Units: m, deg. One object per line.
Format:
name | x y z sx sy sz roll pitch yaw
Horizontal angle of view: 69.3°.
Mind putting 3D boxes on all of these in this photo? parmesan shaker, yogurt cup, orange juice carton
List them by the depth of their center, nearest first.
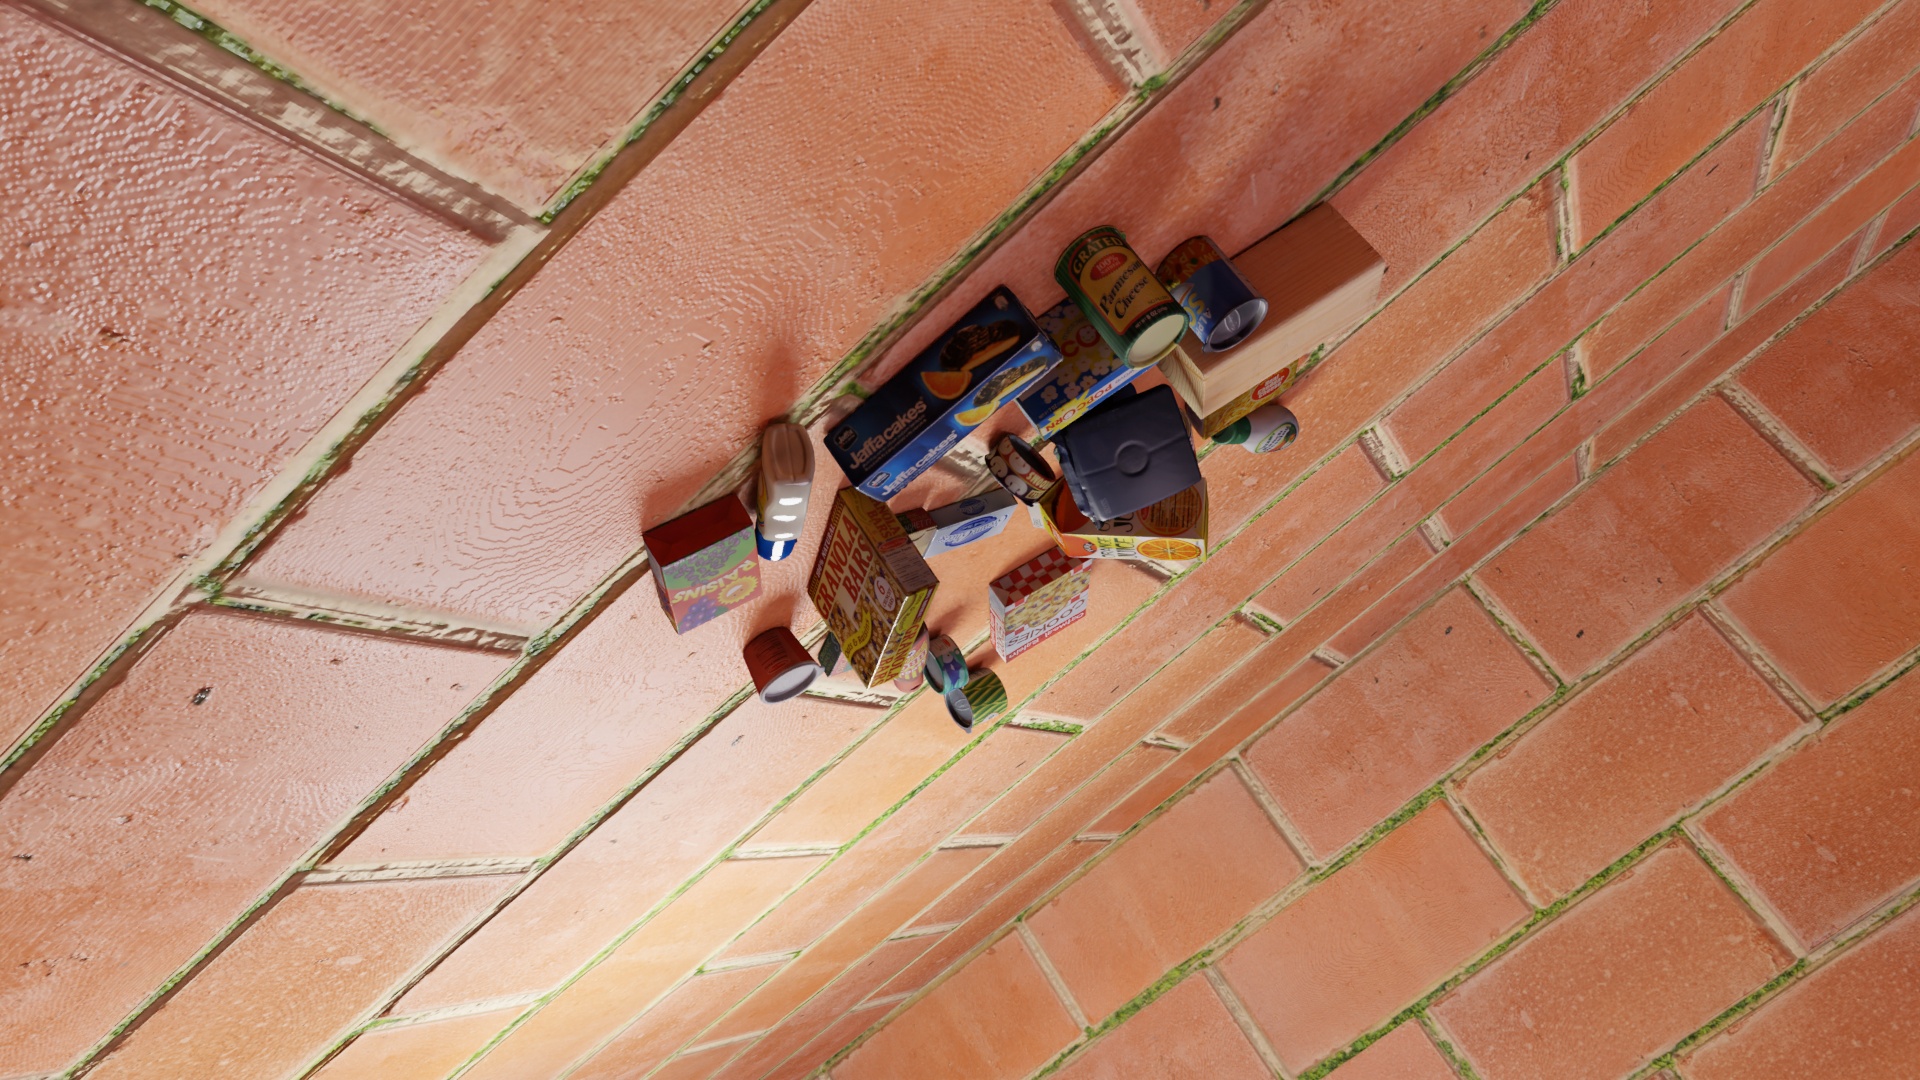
parmesan shaker | 0.135 -0.201 1.143 0.071 0.103 0.071 -29 155 -14
yogurt cup | -0.183 0.125 1.399 0.072 0.054 0.072 -29 156 -14
orange juice carton | 0.169 -0.025 1.496 0.193 0.073 0.071 2 160 13

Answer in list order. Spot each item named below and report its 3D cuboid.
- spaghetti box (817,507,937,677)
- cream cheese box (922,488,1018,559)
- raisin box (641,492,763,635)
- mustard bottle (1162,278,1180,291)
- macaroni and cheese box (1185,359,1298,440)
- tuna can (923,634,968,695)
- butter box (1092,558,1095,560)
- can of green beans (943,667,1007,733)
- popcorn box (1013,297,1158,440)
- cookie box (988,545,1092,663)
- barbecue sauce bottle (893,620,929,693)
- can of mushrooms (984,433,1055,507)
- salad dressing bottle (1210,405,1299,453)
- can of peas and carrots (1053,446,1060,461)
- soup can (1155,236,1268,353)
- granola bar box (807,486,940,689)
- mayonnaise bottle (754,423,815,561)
spaghetti box | -0.089 0.059 1.429 0.050 0.029 0.248 -17 151 -36
cream cheese box | 0.005 -0.018 1.417 0.104 0.024 0.053 -19 153 -32
raisin box | -0.217 0.022 1.178 0.086 0.040 0.122 -28 154 -18
mustard bottle | 0.139 -0.181 1.255 0.159 0.049 0.065 -45 157 20
macaroni and cheese box | 0.299 -0.187 1.468 0.124 0.040 0.166 -32 157 -7
tuna can | -0.020 0.149 1.642 0.033 0.071 0.070 -22 154 -23
butter box | 0.174 -0.017 1.643 0.053 0.024 0.103 -24 154 -23
can of green beans | 0.020 0.205 1.805 0.058 0.071 0.071 -22 153 -29
popcorn box | 0.097 -0.157 1.197 0.127 0.085 0.038 -35 157 -2
cookie box | 0.096 0.074 1.692 0.123 0.040 0.166 -29 155 -13
barbecue sauce bottle | -0.065 0.132 1.583 0.065 0.044 0.148 -31 157 -12
can of mushrooms | 0.059 -0.068 1.335 0.033 0.071 0.071 -45 155 18
salad dressing bottle | 0.343 -0.130 1.627 0.148 0.044 0.064 -5 144 -49
can of peas and carrots | 0.140 -0.082 1.430 0.071 0.059 0.070 -29 155 -15
soup can | 0.222 -0.220 1.247 0.071 0.084 0.071 -28 155 -14
granola bar box | -0.085 0.044 1.287 0.039 0.124 0.164 -20 152 -30
mayonnaise bottle | -0.148 -0.033 1.142 0.041 0.065 0.147 -3 151 -15
